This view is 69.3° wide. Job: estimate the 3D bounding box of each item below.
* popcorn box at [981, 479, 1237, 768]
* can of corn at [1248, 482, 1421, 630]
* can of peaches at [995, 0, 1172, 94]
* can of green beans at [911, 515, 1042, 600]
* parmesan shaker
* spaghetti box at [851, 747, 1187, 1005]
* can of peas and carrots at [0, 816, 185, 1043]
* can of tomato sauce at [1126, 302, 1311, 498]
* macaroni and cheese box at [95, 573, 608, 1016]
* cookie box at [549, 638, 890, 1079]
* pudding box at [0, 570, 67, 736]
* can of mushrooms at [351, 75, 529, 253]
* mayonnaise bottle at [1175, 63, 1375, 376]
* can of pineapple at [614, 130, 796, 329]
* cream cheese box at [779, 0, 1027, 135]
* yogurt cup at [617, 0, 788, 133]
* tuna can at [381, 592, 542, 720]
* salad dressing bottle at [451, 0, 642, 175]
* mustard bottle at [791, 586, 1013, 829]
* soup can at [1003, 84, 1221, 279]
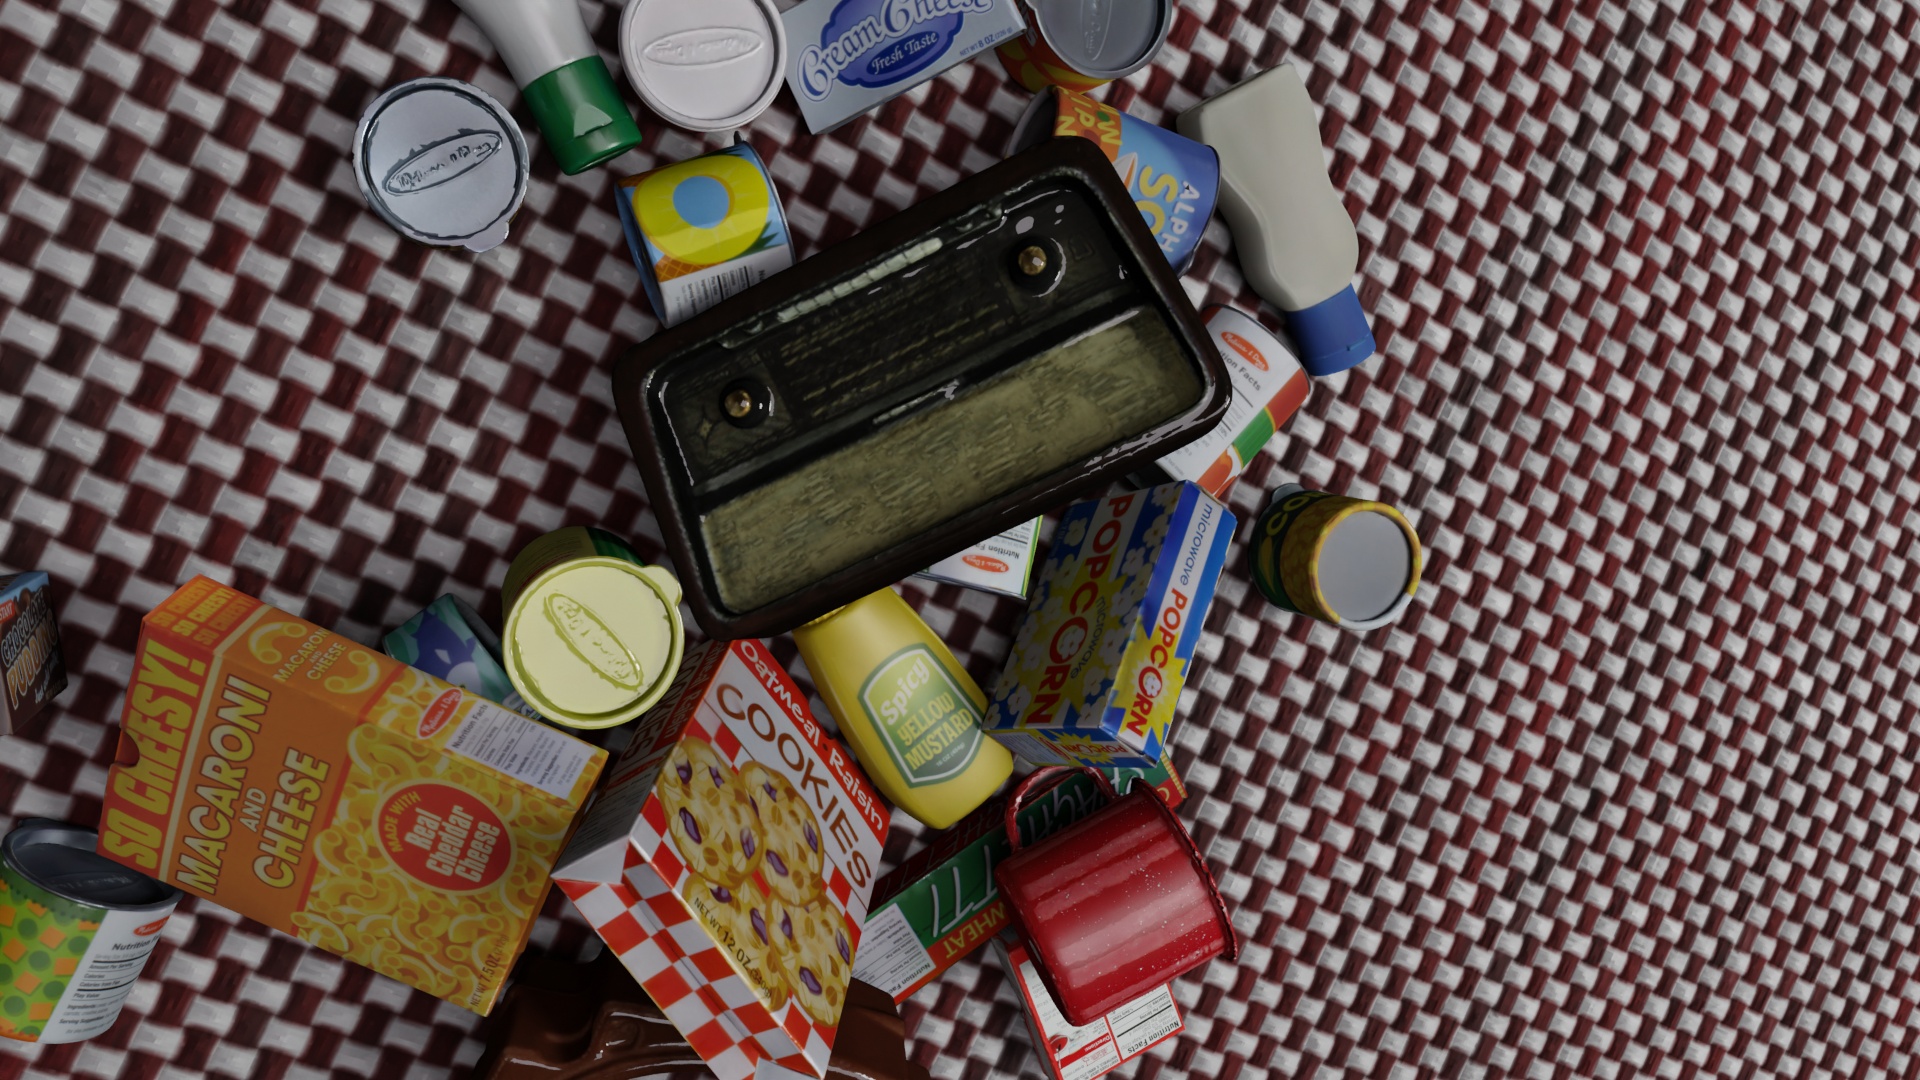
[{"bbox_3d":[0.068,0.038,0.633,0.038,0.085,0.127,35,64,-27],"label":"popcorn box"},{"bbox_3d":[0.189,0.007,0.705,0.071,0.058,0.071,-2,98,-19],"label":"can of corn"},{"bbox_3d":[0.051,-0.239,0.630,0.071,0.058,0.071,-3,98,-18],"label":"can of peaches"},{"bbox_3d":[0.003,-0.008,0.635,0.071,0.071,0.058,14,86,-20],"label":"can of green beans"},{"bbox_3d":[-0.151,0.030,0.570,0.071,0.103,0.071,-2,98,-18],"label":"parmesan shaker"},{"bbox_3d":[-0.002,0.172,0.676,0.251,0.029,0.050,-32,106,-12],"label":"spaghetti box"},{"bbox_3d":[-0.350,0.150,0.538,0.071,0.071,0.058,28,88,-20],"label":"can of peas and carrots"},{"bbox_3d":[0.117,-0.061,0.671,0.071,0.071,0.083,44,83,-18],"label":"can of tomato sauce"},{"bbox_3d":[-0.237,0.102,0.537,0.166,0.040,0.123,25,117,-6],"label":"macaroni and cheese box"},{"bbox_3d":[-0.087,0.124,0.571,0.040,0.168,0.122,-29,107,17],"label":"cookie box"},{"bbox_3d":[-0.359,0.042,0.512,0.030,0.084,0.049,-9,99,-20],"label":"pudding box"},{"bbox_3d":[-0.209,-0.150,0.566,0.071,0.033,0.071,-2,97,-19],"label":"can of mushrooms"},{"bbox_3d":[0.162,-0.154,0.687,0.065,0.041,0.147,-30,106,-13],"label":"mayonnaise bottle"},{"bbox_3d":[-0.108,-0.130,0.586,0.058,0.071,0.071,-21,103,-15],"label":"can of pineapple"},{"bbox_3d":[-0.029,-0.222,0.600,0.103,0.024,0.053,-23,104,15],"label":"cream cheese box"},{"bbox_3d":[-0.110,-0.202,0.582,0.072,0.054,0.072,-2,97,-18],"label":"yogurt cup"},{"bbox_3d":[-0.203,0.057,0.573,0.033,0.071,0.071,-38,107,-11],"label":"tuna can"},{"bbox_3d":[-0.179,-0.223,0.562,0.064,0.044,0.147,-29,105,-12],"label":"salad dressing bottle"},{"bbox_3d":[-0.039,0.058,0.639,0.065,0.049,0.160,-39,107,-16],"label":"mustard bottle"},{"bbox_3d":[0.067,-0.162,0.638,0.084,0.071,0.071,15,92,-19],"label":"soup can"}]
